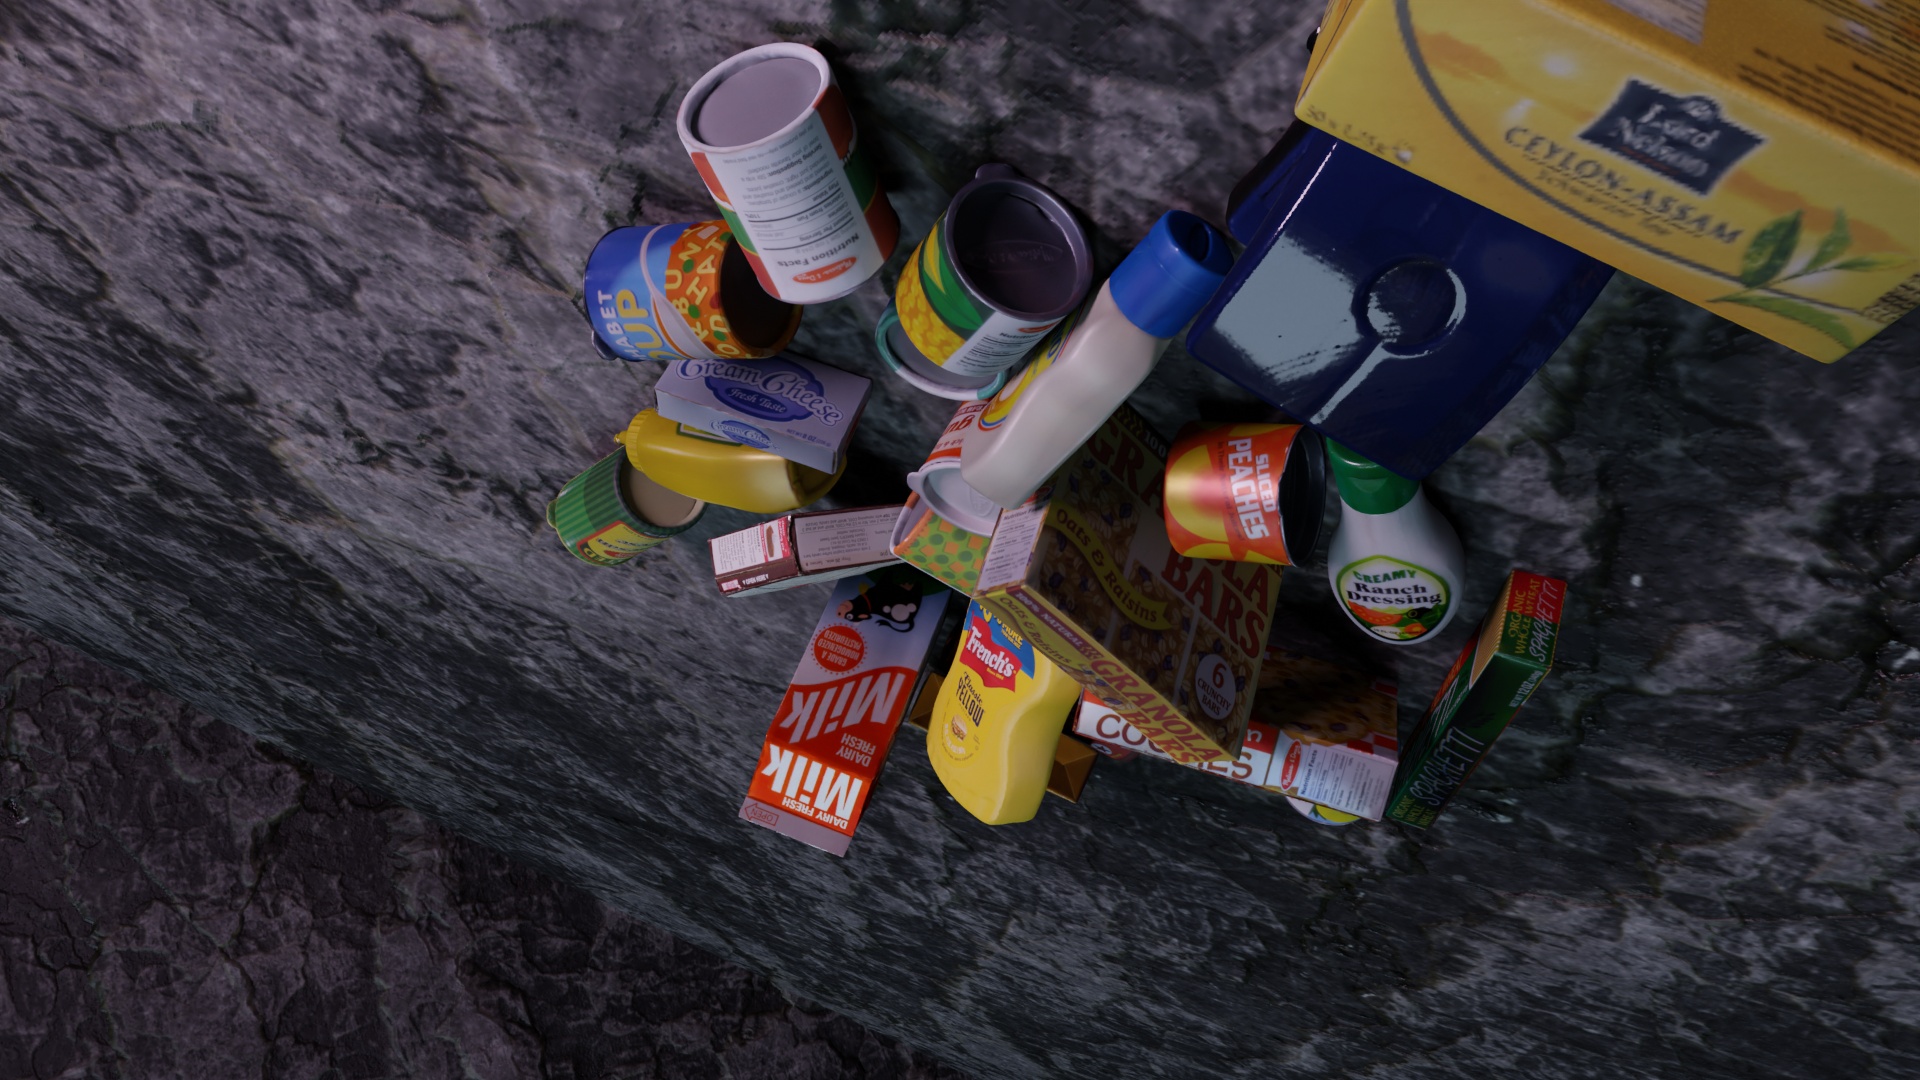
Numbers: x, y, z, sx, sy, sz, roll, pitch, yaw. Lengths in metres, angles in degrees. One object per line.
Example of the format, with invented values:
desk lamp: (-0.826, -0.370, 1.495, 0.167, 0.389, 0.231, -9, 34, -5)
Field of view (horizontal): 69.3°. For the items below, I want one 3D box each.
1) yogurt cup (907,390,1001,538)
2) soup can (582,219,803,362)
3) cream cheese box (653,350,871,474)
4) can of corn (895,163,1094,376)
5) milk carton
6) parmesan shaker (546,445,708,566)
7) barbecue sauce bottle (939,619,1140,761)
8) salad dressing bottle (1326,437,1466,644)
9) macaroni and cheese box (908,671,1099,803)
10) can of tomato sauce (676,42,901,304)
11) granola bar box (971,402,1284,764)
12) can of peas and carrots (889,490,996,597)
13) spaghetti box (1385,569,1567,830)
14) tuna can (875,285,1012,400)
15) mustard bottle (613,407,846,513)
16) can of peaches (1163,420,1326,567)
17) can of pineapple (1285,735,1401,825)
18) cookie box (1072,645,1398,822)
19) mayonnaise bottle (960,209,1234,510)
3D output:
yogurt cup: (0.017, -0.040, 0.713, 0.072, 0.054, 0.072, 17, 152, 9)
soup can: (-0.128, -0.117, 0.663, 0.084, 0.071, 0.071, 4, 147, 31)
cream cheese box: (-0.104, -0.076, 0.738, 0.104, 0.053, 0.024, 19, 147, 6)
can of corn: (0.012, -0.111, 0.580, 0.071, 0.071, 0.058, 29, 152, -13)
milk carton: (-0.070, 0.101, 0.883, 0.072, 0.191, 0.073, 21, 152, 3)
parmesan shaker: (-0.214, -0.025, 0.894, 0.071, 0.071, 0.103, 35, 150, -24)
barbecue sauce bottle: (0.059, 0.101, 0.950, 0.148, 0.044, 0.064, 27, 160, -8)
salad dressing bottle: (0.200, -0.006, 0.652, 0.064, 0.044, 0.147, 2, 147, 26)
macaroni and cheese box: (0.024, 0.138, 0.982, 0.124, 0.040, 0.166, 26, 172, 1)
can of tomato sauce: (-0.069, -0.150, 0.568, 0.071, 0.071, 0.082, 8, 149, 25)
granola bar box: (0.089, 0.018, 0.688, 0.039, 0.125, 0.165, -15, 135, 45)
can of peas and carrots: (0.003, -0.010, 0.770, 0.059, 0.071, 0.070, 30, 152, -13)
spaghetti box: (0.281, 0.098, 0.774, 0.029, 0.050, 0.248, 18, 153, 13)
tuna can: (-0.004, -0.098, 0.647, 0.071, 0.033, 0.070, 17, 153, 9)
mustard bottle: (-0.144, -0.053, 0.799, 0.160, 0.066, 0.048, 8, 127, 30)
can of peaches: (0.132, -0.023, 0.645, 0.058, 0.071, 0.071, 5, 148, 31)
can of pineapple: (0.235, 0.135, 0.859, 0.071, 0.071, 0.057, 16, 152, 12)
cookie box: (0.158, 0.094, 0.786, 0.167, 0.123, 0.040, 15, 109, 13)
mayonnaise bottle: (0.055, -0.076, 0.590, 0.041, 0.065, 0.147, 33, 131, -11)
